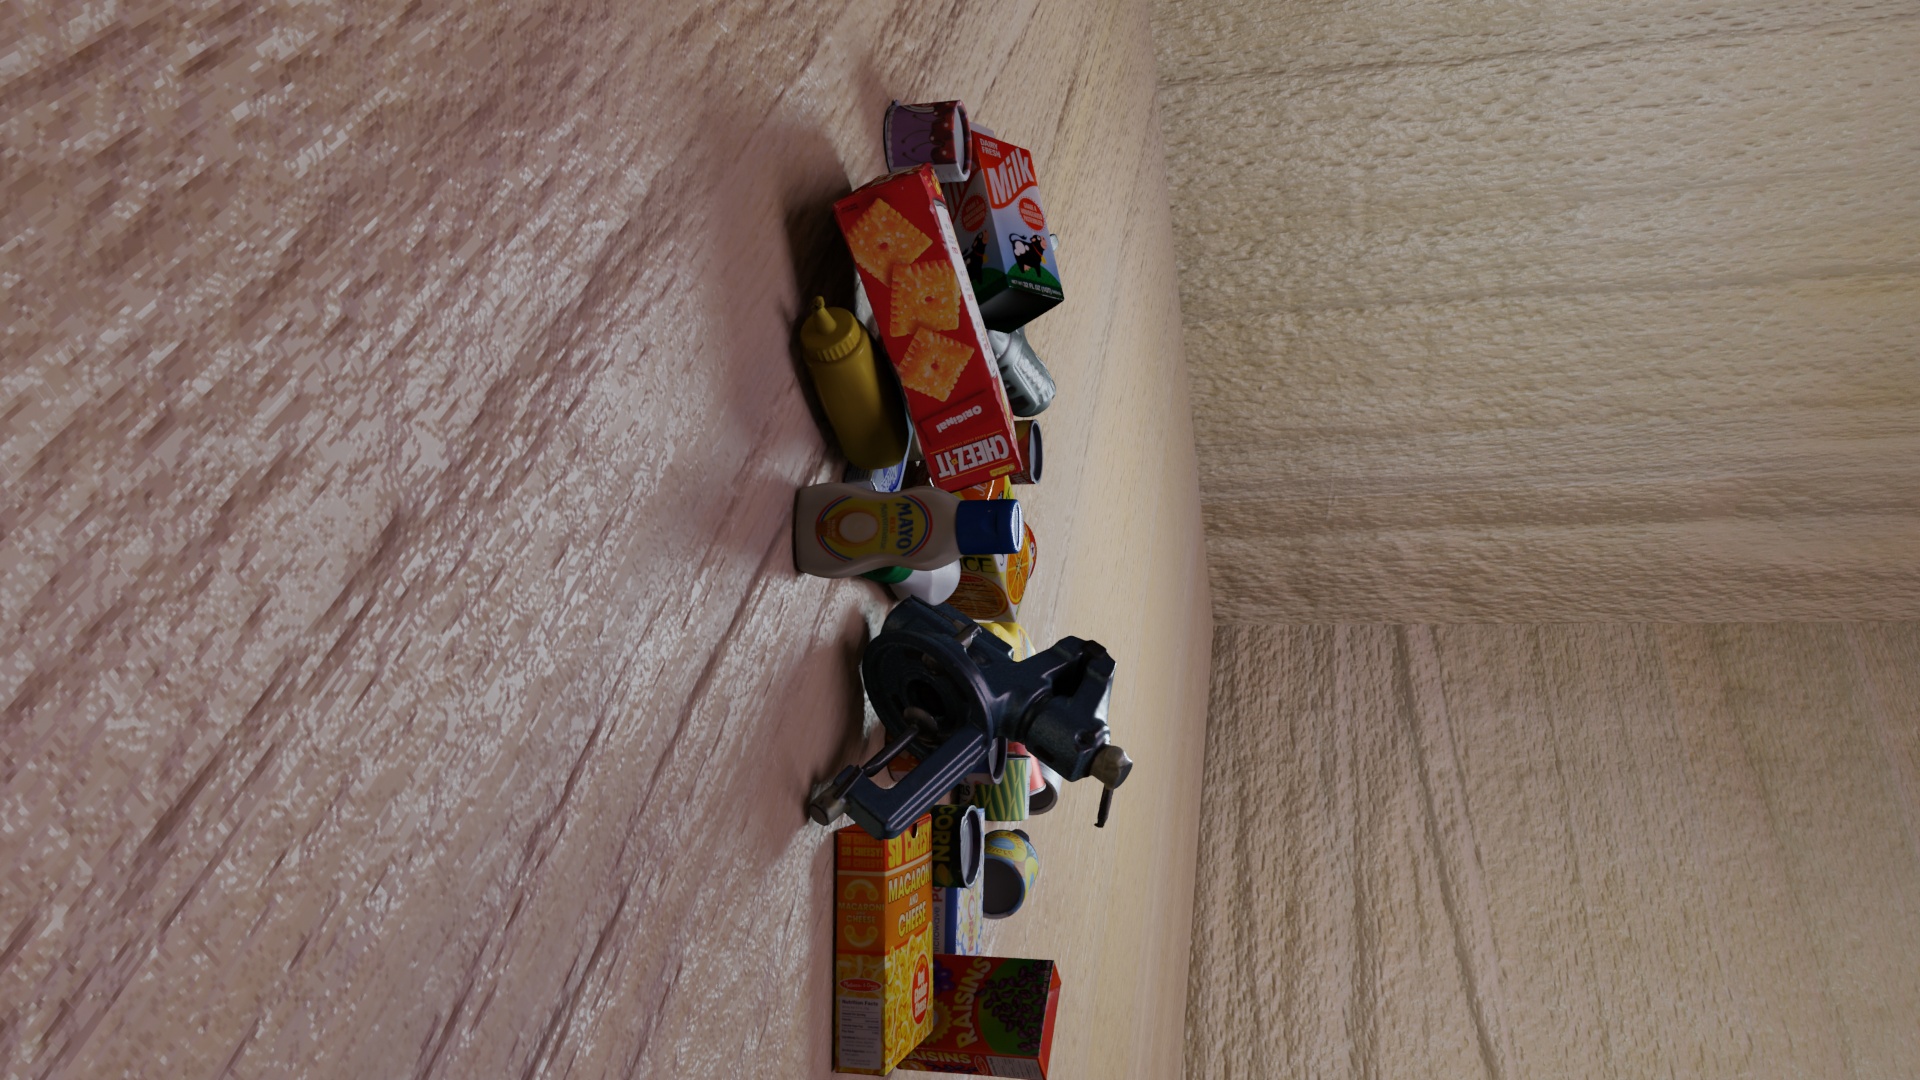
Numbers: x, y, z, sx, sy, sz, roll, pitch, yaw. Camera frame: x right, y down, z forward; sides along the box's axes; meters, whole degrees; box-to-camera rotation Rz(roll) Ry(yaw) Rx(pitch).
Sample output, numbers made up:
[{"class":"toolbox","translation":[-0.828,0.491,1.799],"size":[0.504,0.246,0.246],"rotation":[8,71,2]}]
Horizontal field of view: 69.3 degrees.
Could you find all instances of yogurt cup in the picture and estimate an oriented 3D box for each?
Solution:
[{"class":"yogurt cup","translation":[0.046,0.220,1.352],"size":[0.072,0.072,0.054],"rotation":[-10,90,-75]}]

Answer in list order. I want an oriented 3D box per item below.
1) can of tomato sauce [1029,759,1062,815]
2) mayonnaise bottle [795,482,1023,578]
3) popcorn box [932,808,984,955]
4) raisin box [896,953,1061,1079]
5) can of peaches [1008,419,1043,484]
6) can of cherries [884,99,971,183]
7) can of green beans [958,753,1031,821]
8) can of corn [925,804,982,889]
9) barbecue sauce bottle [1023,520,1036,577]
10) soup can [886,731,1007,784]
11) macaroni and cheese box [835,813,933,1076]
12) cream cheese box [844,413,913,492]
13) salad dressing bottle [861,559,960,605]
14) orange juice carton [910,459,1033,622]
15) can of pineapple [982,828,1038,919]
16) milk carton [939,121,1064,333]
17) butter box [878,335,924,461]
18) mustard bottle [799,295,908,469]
[{"class":"can of tomato sauce","translation":[0.075,0.237,1.455],"size":[0.083,0.071,0.070],"rotation":[-70,154,-52]},{"class":"mayonnaise bottle","translation":[-0.034,-0.008,0.917],"size":[0.041,0.148,0.065],"rotation":[25,64,-73]},{"class":"popcorn box","translation":[-0.008,0.295,1.193],"size":[0.085,0.038,0.127],"rotation":[30,60,-71]},{"class":"raisin box","translation":[0.012,0.373,1.095],"size":[0.086,0.123,0.040],"rotation":[-75,158,-45]},{"class":"can of peaches","translation":[0.049,-0.087,1.401],"size":[0.071,0.058,0.071],"rotation":[-2,91,-75]},{"class":"can of cherries","translation":[-0.026,-0.332,1.150],"size":[0.071,0.058,0.071],"rotation":[-2,91,-75]},{"class":"can of green beans","translation":[0.031,0.228,1.287],"size":[0.071,0.071,0.058],"rotation":[20,72,-74]},{"class":"can of corn","translation":[-0.019,0.245,1.118],"size":[0.071,0.058,0.071],"rotation":[-3,91,-75]},{"class":"barbecue sauce bottle","translation":[0.040,-0.004,1.389],"size":[0.148,0.043,0.065],"rotation":[46,45,-67]},{"class":"soup can","translation":[-0.010,0.159,1.112],"size":[0.071,0.084,0.071],"rotation":[-3,91,-75]},{"class":"macaroni and cheese box","translation":[-0.053,0.291,1.023],"size":[0.123,0.040,0.166],"rotation":[19,70,-75]},{"class":"cream cheese box","translation":[-0.061,-0.065,1.059],"size":[0.053,0.024,0.104],"rotation":[72,23,-48]},{"class":"salad dressing bottle","translation":[-0.041,0.018,1.092],"size":[0.147,0.044,0.064],"rotation":[20,71,-73]},{"class":"orange juice carton","translation":[0.004,-0.015,1.195],"size":[0.191,0.073,0.072],"rotation":[71,29,-47]},{"class":"can of pineapple","translation":[0.035,0.310,1.296],"size":[0.058,0.071,0.071],"rotation":[-36,123,-72]},{"class":"milk carton","translation":[0.023,-0.285,1.213],"size":[0.072,0.073,0.191],"rotation":[5,68,-43]},{"class":"butter box","translation":[-0.045,-0.119,1.123],"size":[0.053,0.024,0.103],"rotation":[-73,156,-48]},{"class":"mustard bottle","translation":[-0.077,-0.115,0.959],"size":[0.159,0.049,0.065],"rotation":[67,18,-52]}]
